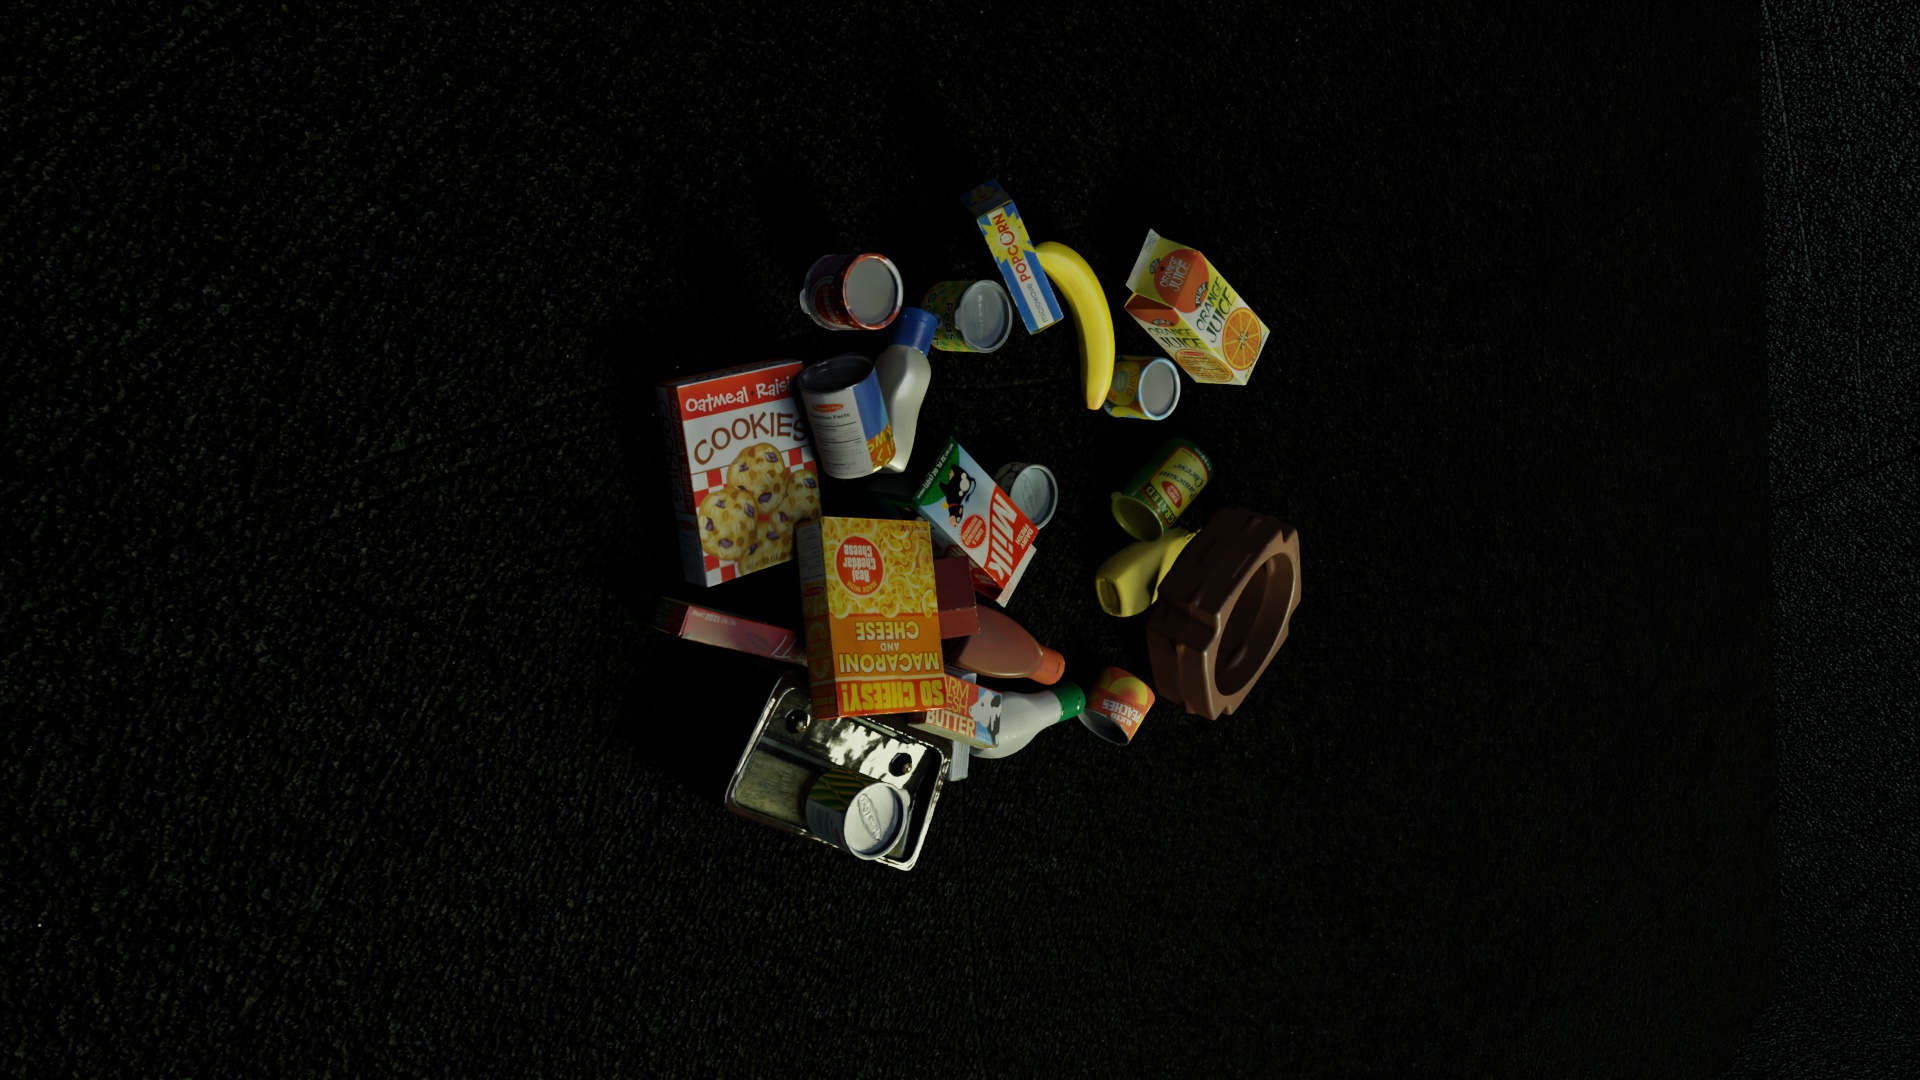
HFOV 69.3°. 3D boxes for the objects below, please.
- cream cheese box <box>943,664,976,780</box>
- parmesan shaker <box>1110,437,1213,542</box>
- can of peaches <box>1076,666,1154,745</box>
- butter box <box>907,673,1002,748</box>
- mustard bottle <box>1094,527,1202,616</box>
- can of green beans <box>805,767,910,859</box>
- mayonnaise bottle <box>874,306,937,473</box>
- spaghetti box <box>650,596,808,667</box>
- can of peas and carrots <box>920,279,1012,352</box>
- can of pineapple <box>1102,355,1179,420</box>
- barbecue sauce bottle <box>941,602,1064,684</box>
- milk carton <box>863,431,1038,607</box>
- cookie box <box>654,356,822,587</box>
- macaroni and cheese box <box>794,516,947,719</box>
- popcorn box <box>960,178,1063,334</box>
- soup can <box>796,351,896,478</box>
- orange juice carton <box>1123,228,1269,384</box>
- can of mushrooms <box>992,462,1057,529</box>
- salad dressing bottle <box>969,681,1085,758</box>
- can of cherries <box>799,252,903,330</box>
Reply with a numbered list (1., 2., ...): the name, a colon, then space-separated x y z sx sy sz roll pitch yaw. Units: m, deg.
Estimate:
1. cream cheese box: -0.015 0.174 1.332 0.024 0.053 0.103 1 96 -43
2. parmesan shaker: 0.216 -0.057 1.494 0.103 0.071 0.071 -46 124 -27
3. can of peaches: 0.166 0.176 1.482 0.058 0.071 0.071 -54 127 -23
4. butter box: -0.004 0.155 1.274 0.103 0.024 0.053 25 60 -42
5. mustard bottle: 0.212 0.025 1.514 0.161 0.049 0.065 -31 120 -35
6. can of green beans: -0.089 0.230 1.175 0.071 0.058 0.071 -7 100 -40
7. mayonnaise bottle: -0.058 -0.135 1.243 0.041 0.065 0.148 26 75 -42
8. spaghetti box: -0.148 0.091 1.203 0.250 0.050 0.028 19 86 -42
9. can of peas and carrots: 0.003 -0.207 1.286 0.071 0.059 0.070 -8 102 -40
10. can of pineapple: 0.187 -0.161 1.456 0.071 0.058 0.071 -8 102 -40
11. barbecue sauce bottle: 0.044 0.108 1.382 0.148 0.043 0.065 25 76 -42
12. milk carton: 0.005 -0.016 1.307 0.190 0.073 0.072 44 68 -37
13. cookie box: -0.181 -0.060 1.158 0.123 0.040 0.167 -19 109 -39
14. macaroni and cheese box: -0.075 0.066 1.190 0.124 0.040 0.166 3 77 -43
15. popcorn box: 0.048 -0.265 1.296 0.038 0.085 0.126 -26 119 3
16. soup can: -0.094 -0.105 1.164 0.072 0.071 0.083 -37 129 -32
17. orange juice carton: 0.243 -0.247 1.483 0.192 0.073 0.072 36 73 -38
18. can of mushrooms: 0.060 -0.043 1.379 0.071 0.033 0.071 -9 103 -41
19. salad dressing bottle: 0.065 0.178 1.411 0.148 0.044 0.064 -12 104 -41
20. can of cherries: -0.094 -0.213 1.199 0.072 0.058 0.071 -8 102 -41
